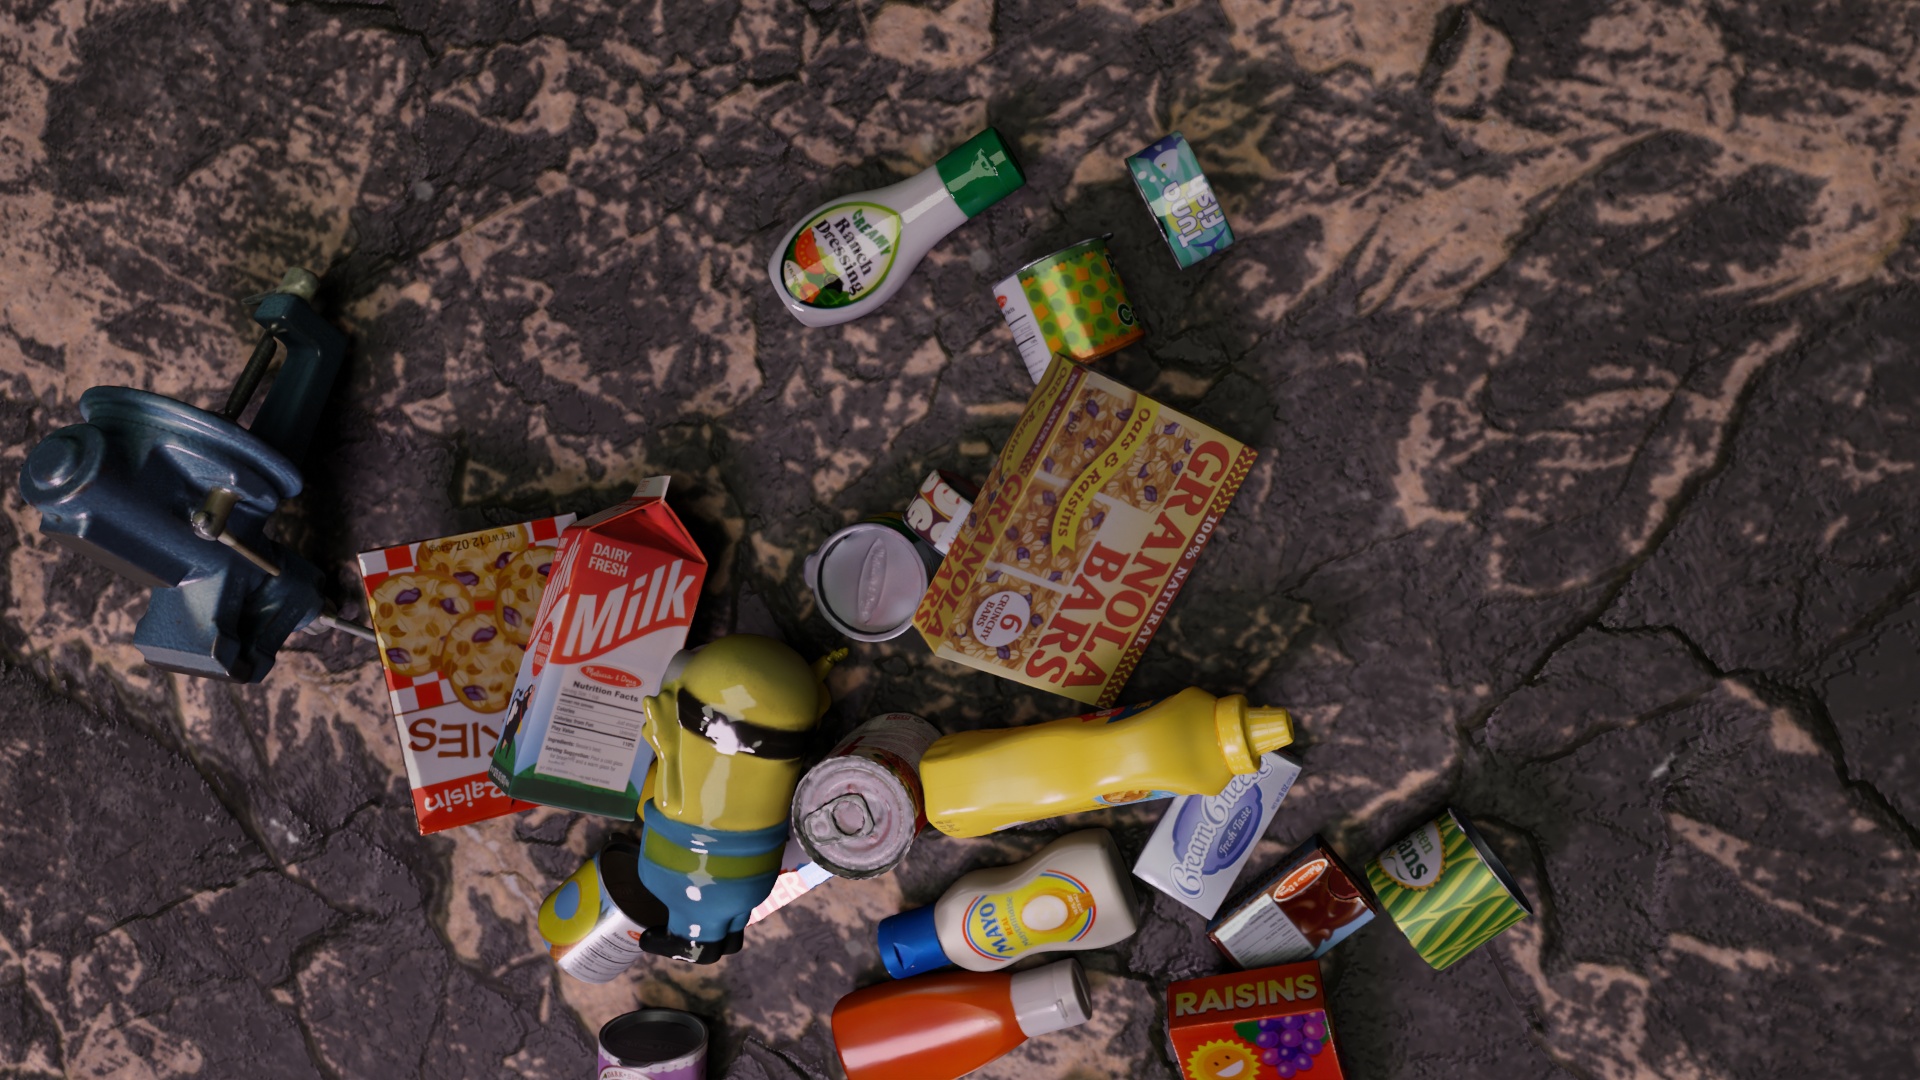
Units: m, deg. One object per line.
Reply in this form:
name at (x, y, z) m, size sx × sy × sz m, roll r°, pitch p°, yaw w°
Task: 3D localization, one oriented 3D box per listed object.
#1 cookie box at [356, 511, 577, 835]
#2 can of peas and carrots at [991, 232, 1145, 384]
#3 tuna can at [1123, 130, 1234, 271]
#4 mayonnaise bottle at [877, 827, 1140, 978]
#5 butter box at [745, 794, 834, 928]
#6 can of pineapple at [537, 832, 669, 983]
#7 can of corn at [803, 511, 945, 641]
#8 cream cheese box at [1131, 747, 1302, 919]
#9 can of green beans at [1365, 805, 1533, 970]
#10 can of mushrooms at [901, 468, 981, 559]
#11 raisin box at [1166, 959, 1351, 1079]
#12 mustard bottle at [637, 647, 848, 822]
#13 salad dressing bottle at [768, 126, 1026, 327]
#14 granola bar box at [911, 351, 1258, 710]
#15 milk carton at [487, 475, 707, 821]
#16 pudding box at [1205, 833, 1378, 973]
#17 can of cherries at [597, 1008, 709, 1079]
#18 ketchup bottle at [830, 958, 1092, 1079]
cookie box at (-0.274, 0.076, 0.822) m, size 0.123 × 0.040 × 0.167 m, roll -12°, pitch 94°, yaw -20°
can of peas and carrots at (0.060, -0.123, 0.743) m, size 0.071 × 0.071 × 0.058 m, roll -23°, pitch 92°, yaw 14°
tuna can at (0.114, -0.176, 0.722) m, size 0.033 × 0.071 × 0.071 m, roll -27°, pitch 91°, yaw 13°
mayonnaise bottle at (0.025, 0.217, 0.803) m, size 0.148 × 0.041 × 0.064 m, roll -21°, pitch 94°, yaw 13°
butter box at (-0.114, 0.194, 0.840) m, size 0.103 × 0.024 × 0.053 m, roll -34°, pitch 88°, yaw 13°
can of pineapple at (-0.213, 0.224, 0.844) m, size 0.057 × 0.071 × 0.071 m, roll -42°, pitch 87°, yaw 14°
can of corn at (-0.046, 0.019, 0.787) m, size 0.071 × 0.058 × 0.071 m, roll 2°, pitch 97°, yaw 12°
cream cheese box at (0.143, 0.155, 0.780) m, size 0.053 × 0.024 × 0.103 m, roll 29°, pitch 102°, yaw 9°
can of green beans at (0.258, 0.184, 0.737) m, size 0.057 × 0.071 × 0.071 m, roll -38°, pitch 88°, yaw 14°
can of mushrooms at (0.003, -0.010, 0.770) m, size 0.071 × 0.071 × 0.033 m, roll 35°, pitch 101°, yaw 6°
raisin box at (0.170, 0.295, 0.765) m, size 0.086 × 0.040 × 0.123 m, roll -13°, pitch 113°, yaw 14°
mustard bottle at (-0.124, 0.116, 0.820) m, size 0.065 × 0.049 × 0.160 m, roll 45°, pitch 103°, yaw 4°
salad dressing bottle at (-0.035, -0.174, 0.769) m, size 0.147 × 0.044 × 0.064 m, roll -30°, pitch 91°, yaw 14°
granola bar box at (0.066, -0.002, 0.737) m, size 0.124 × 0.039 × 0.165 m, roll 21°, pitch 104°, yaw -32°
milk carton at (-0.201, 0.054, 0.791) m, size 0.073 × 0.072 × 0.190 m, roll 19°, pitch 82°, yaw -26°
pudding box at (0.184, 0.209, 0.774) m, size 0.083 × 0.030 × 0.049 m, roll -42°, pitch 86°, yaw 13°
can of cherries at (-0.190, 0.329, 0.848) m, size 0.071 × 0.071 × 0.058 m, roll 6°, pitch 99°, yaw 11°
ketchup bottle at (0.002, 0.282, 0.815) m, size 0.148 × 0.043 × 0.064 m, roll -19°, pitch 96°, yaw 13°
